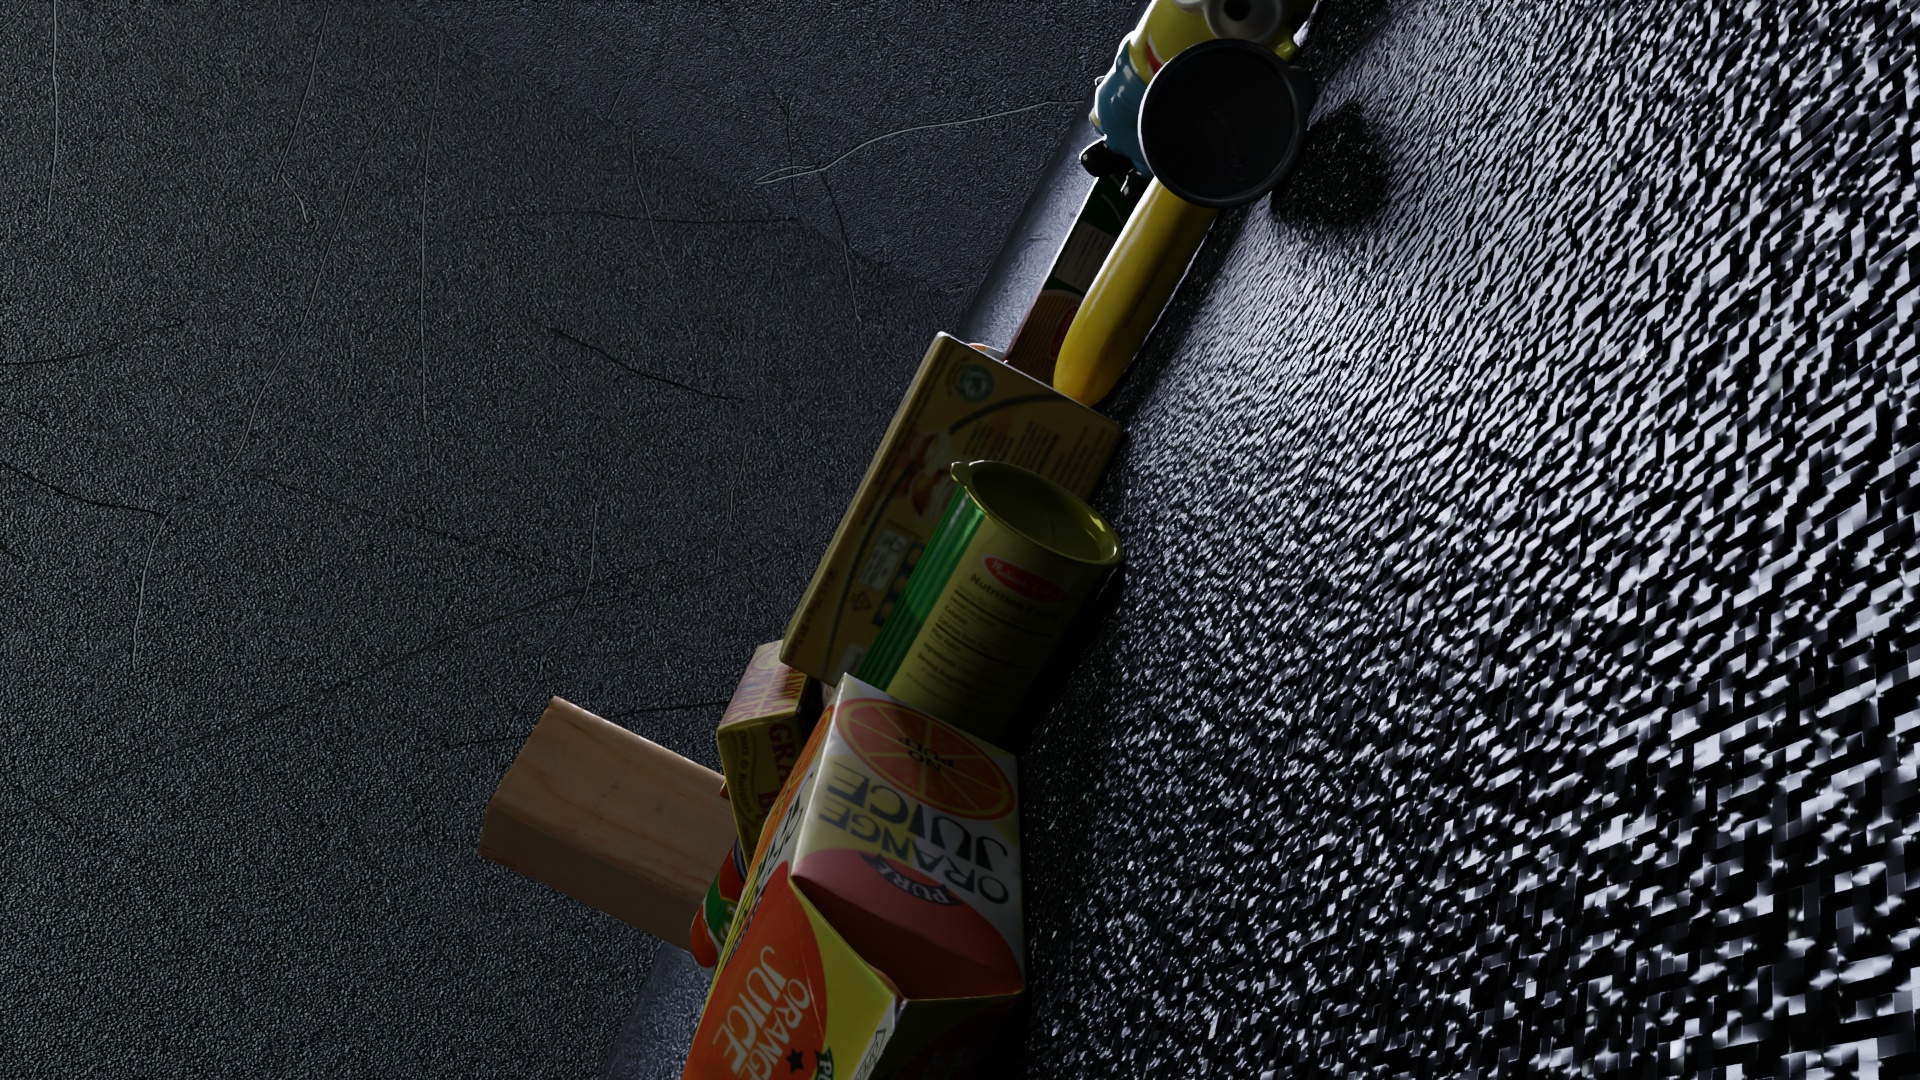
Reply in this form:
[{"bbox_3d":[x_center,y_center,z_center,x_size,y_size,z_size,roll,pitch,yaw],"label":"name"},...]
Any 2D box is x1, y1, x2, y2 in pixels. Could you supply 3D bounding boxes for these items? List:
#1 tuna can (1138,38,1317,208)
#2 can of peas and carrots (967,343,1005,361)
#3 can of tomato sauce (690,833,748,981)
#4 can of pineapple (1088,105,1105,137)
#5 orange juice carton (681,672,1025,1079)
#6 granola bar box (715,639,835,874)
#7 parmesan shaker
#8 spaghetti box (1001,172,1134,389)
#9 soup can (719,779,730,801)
[{"bbox_3d":[0.108,-0.171,0.568,0.071,0.071,0.033,-61,5,16],"label":"tuna can"},{"bbox_3d":[0.019,-0.108,1.055,0.059,0.071,0.071,-63,6,-9],"label":"can of peas and carrots"},{"bbox_3d":[-0.108,0.205,0.775,0.082,0.071,0.071,-60,6,35],"label":"can of tomato sauce"},{"bbox_3d":[0.127,-0.289,0.915,0.057,0.071,0.071,-58,7,33],"label":"can of pineapple"},{"bbox_3d":[-0.028,0.118,0.423,0.071,0.073,0.193,-62,6,14],"label":"orange juice carton"},{"bbox_3d":[-0.075,0.123,0.666,0.166,0.039,0.124,-106,5,-82],"label":"granola bar box"},{"bbox_3d":[0.006,0.029,0.529,0.102,0.071,0.071,-61,6,23],"label":"parmesan shaker"},{"bbox_3d":[0.102,-0.205,0.840,0.250,0.050,0.028,-63,7,-3],"label":"spaghetti box"},{"bbox_3d":[-0.097,0.145,0.853,0.071,0.084,0.071,-63,5,11],"label":"soup can"}]
